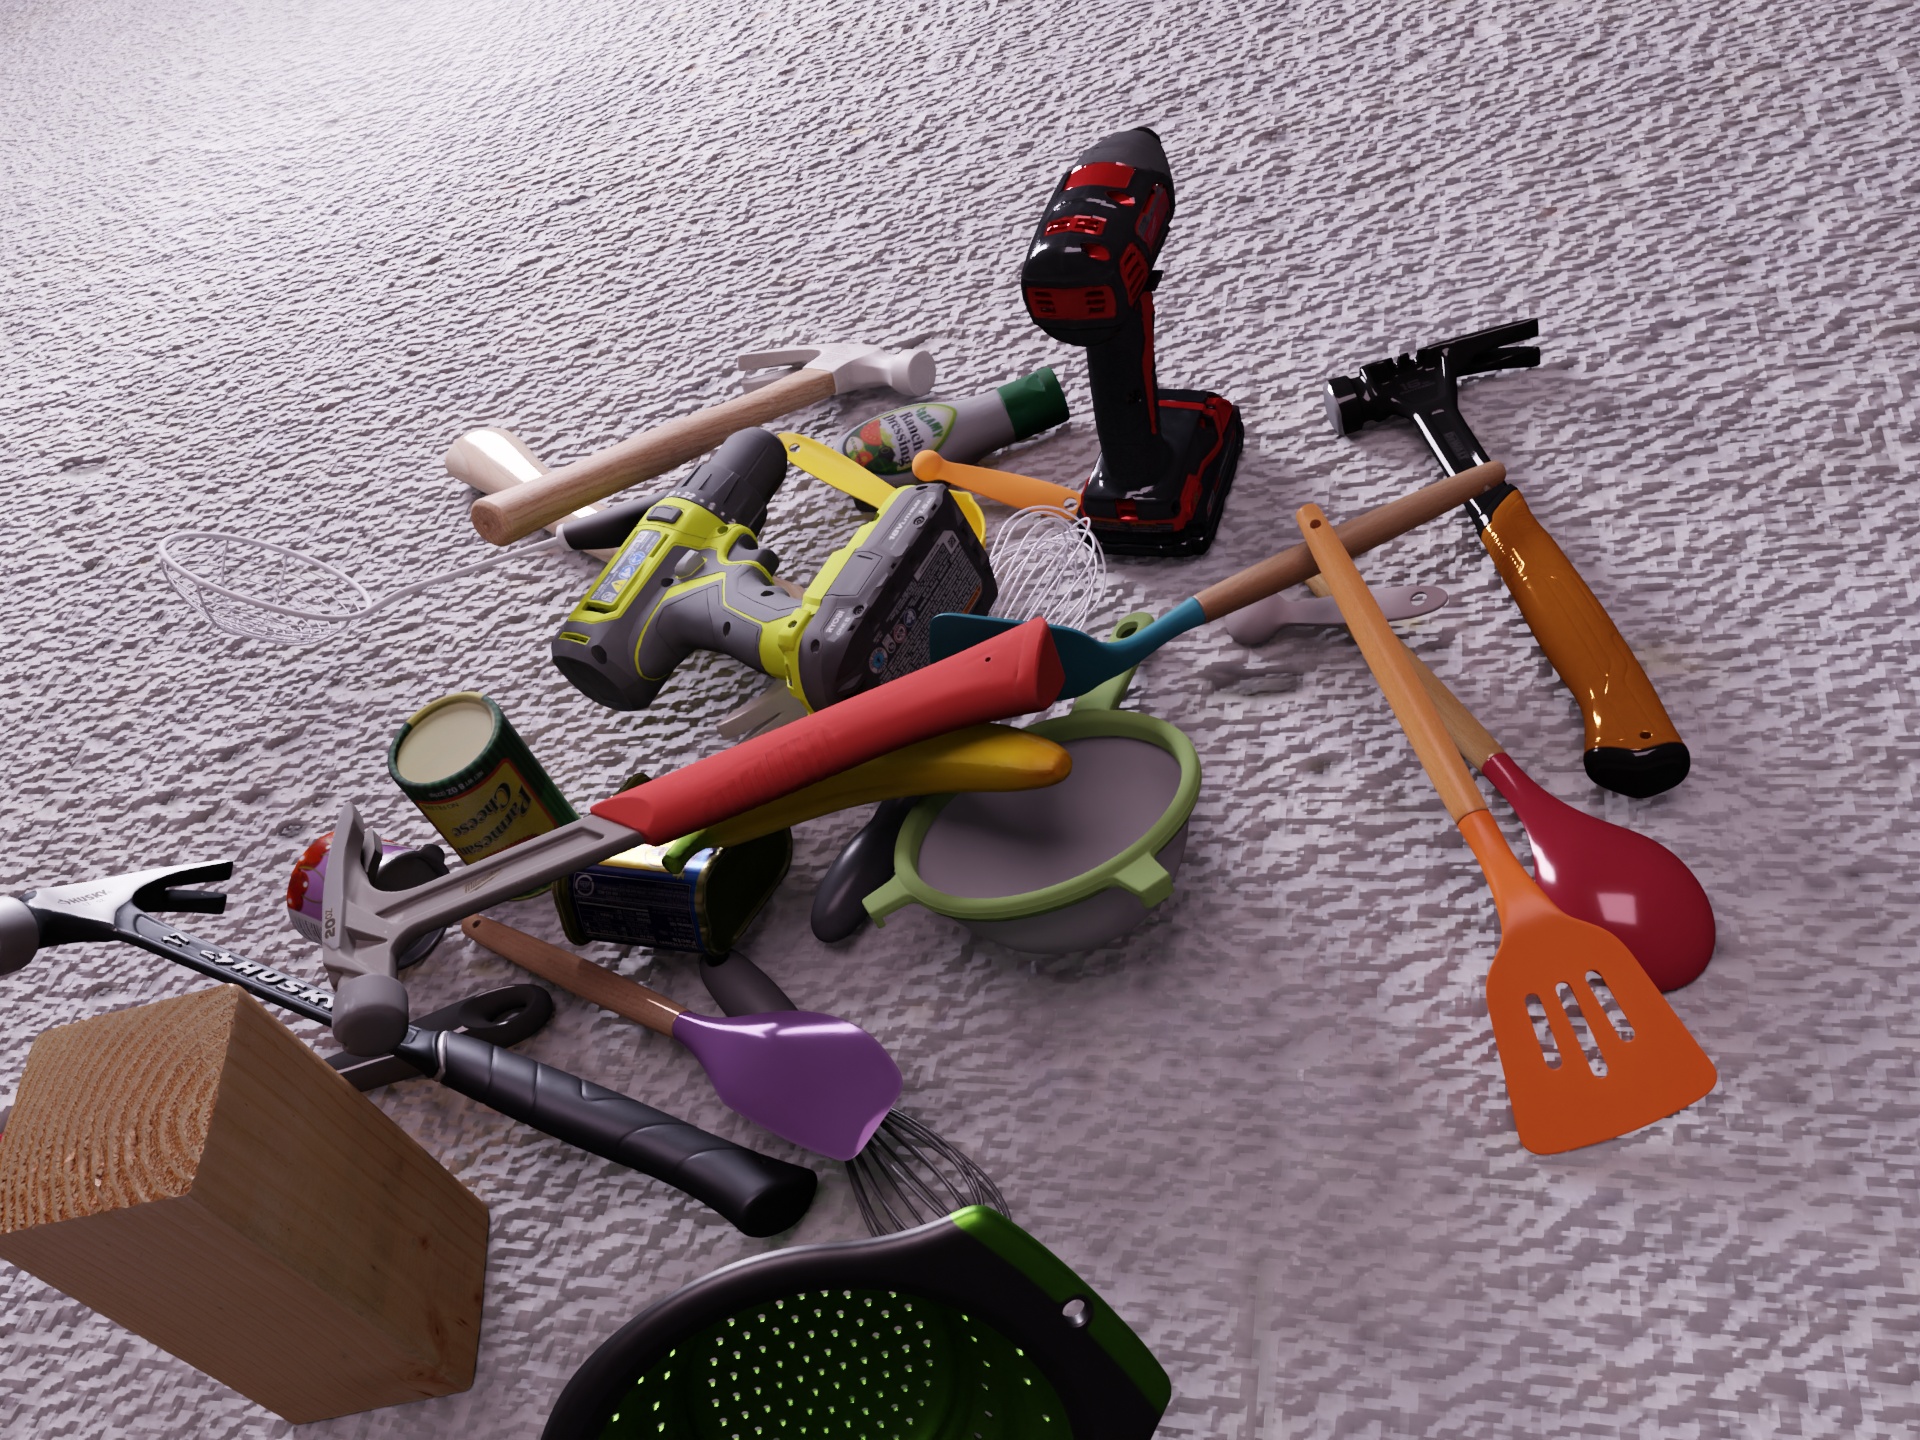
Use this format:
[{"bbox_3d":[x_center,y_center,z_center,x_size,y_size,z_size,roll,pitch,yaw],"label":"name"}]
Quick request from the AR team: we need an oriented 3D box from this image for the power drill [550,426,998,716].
[{"bbox_3d":[-0.098,-0.082,0.874,0.229,0.080,0.191,12,60,38],"label":"power drill"}]

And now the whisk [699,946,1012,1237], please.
[{"bbox_3d":[-0.059,0.172,0.723,0.055,0.055,0.239,-39,45,-15],"label":"whisk"}]

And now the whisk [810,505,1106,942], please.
[{"bbox_3d":[-0.002,-0.003,0.847,0.070,0.070,0.285,17,63,31],"label":"whisk"}]

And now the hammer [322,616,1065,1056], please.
[{"bbox_3d":[-0.124,0.030,0.741,0.359,0.036,0.149,-23,40,-1],"label":"hammer"}]

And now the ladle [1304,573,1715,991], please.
[{"bbox_3d":[0.245,0.005,0.771,0.069,0.031,0.316,-22,45,-9],"label":"ladle"}]

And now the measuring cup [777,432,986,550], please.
[{"bbox_3d":[-0.051,-0.132,0.968,0.157,0.029,0.062,32,71,21],"label":"measuring cup"}]

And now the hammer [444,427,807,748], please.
[{"bbox_3d":[-0.220,-0.107,1.028,0.411,0.038,0.146,27,65,36],"label":"hammer"}]

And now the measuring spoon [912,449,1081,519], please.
[{"bbox_3d":[0.025,-0.143,0.964,0.117,0.011,0.021,17,80,11],"label":"measuring spoon"}]

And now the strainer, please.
[{"bbox_3d":[0.066,0.035,0.793,0.151,0.069,0.256,-8,30,28],"label":"strainer"}]

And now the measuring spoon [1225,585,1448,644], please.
[{"bbox_3d":[0.192,-0.062,0.830,0.124,0.018,0.034,-3,58,38],"label":"measuring spoon"}]

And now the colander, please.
[{"bbox_3d":[-0.107,0.317,0.576,0.397,0.204,0.094,-43,14,2],"label":"colander"}]

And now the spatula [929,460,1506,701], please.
[{"bbox_3d":[0.137,-0.075,0.805,0.317,0.082,0.044,-24,57,-11],"label":"spatula"}]

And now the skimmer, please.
[{"bbox_3d":[-0.313,-0.124,0.995,0.363,0.090,0.127,-16,13,6],"label":"skimmer"}]

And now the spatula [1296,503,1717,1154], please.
[{"bbox_3d":[0.218,0.028,0.708,0.081,0.041,0.323,-24,56,9],"label":"spatula"}]

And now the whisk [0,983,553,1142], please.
[{"bbox_3d":[-0.348,0.193,0.801,0.296,0.073,0.073,-20,46,-7],"label":"whisk"}]

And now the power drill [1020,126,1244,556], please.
[{"bbox_3d":[0.096,-0.207,0.874,0.078,0.219,0.143,5,53,23],"label":"power drill"}]

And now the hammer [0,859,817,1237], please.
[{"bbox_3d":[-0.257,0.150,0.746,0.409,0.149,0.036,18,101,13],"label":"hammer"}]

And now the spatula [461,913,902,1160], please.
[{"bbox_3d":[-0.149,0.138,0.769,0.316,0.018,0.060,13,55,40],"label":"spatula"}]

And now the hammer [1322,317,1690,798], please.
[{"bbox_3d":[0.297,-0.094,0.826,0.127,0.034,0.337,-17,45,7],"label":"hammer"}]

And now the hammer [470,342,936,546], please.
[{"bbox_3d":[-0.166,-0.181,1.000,0.130,0.031,0.331,15,35,36],"label":"hammer"}]
